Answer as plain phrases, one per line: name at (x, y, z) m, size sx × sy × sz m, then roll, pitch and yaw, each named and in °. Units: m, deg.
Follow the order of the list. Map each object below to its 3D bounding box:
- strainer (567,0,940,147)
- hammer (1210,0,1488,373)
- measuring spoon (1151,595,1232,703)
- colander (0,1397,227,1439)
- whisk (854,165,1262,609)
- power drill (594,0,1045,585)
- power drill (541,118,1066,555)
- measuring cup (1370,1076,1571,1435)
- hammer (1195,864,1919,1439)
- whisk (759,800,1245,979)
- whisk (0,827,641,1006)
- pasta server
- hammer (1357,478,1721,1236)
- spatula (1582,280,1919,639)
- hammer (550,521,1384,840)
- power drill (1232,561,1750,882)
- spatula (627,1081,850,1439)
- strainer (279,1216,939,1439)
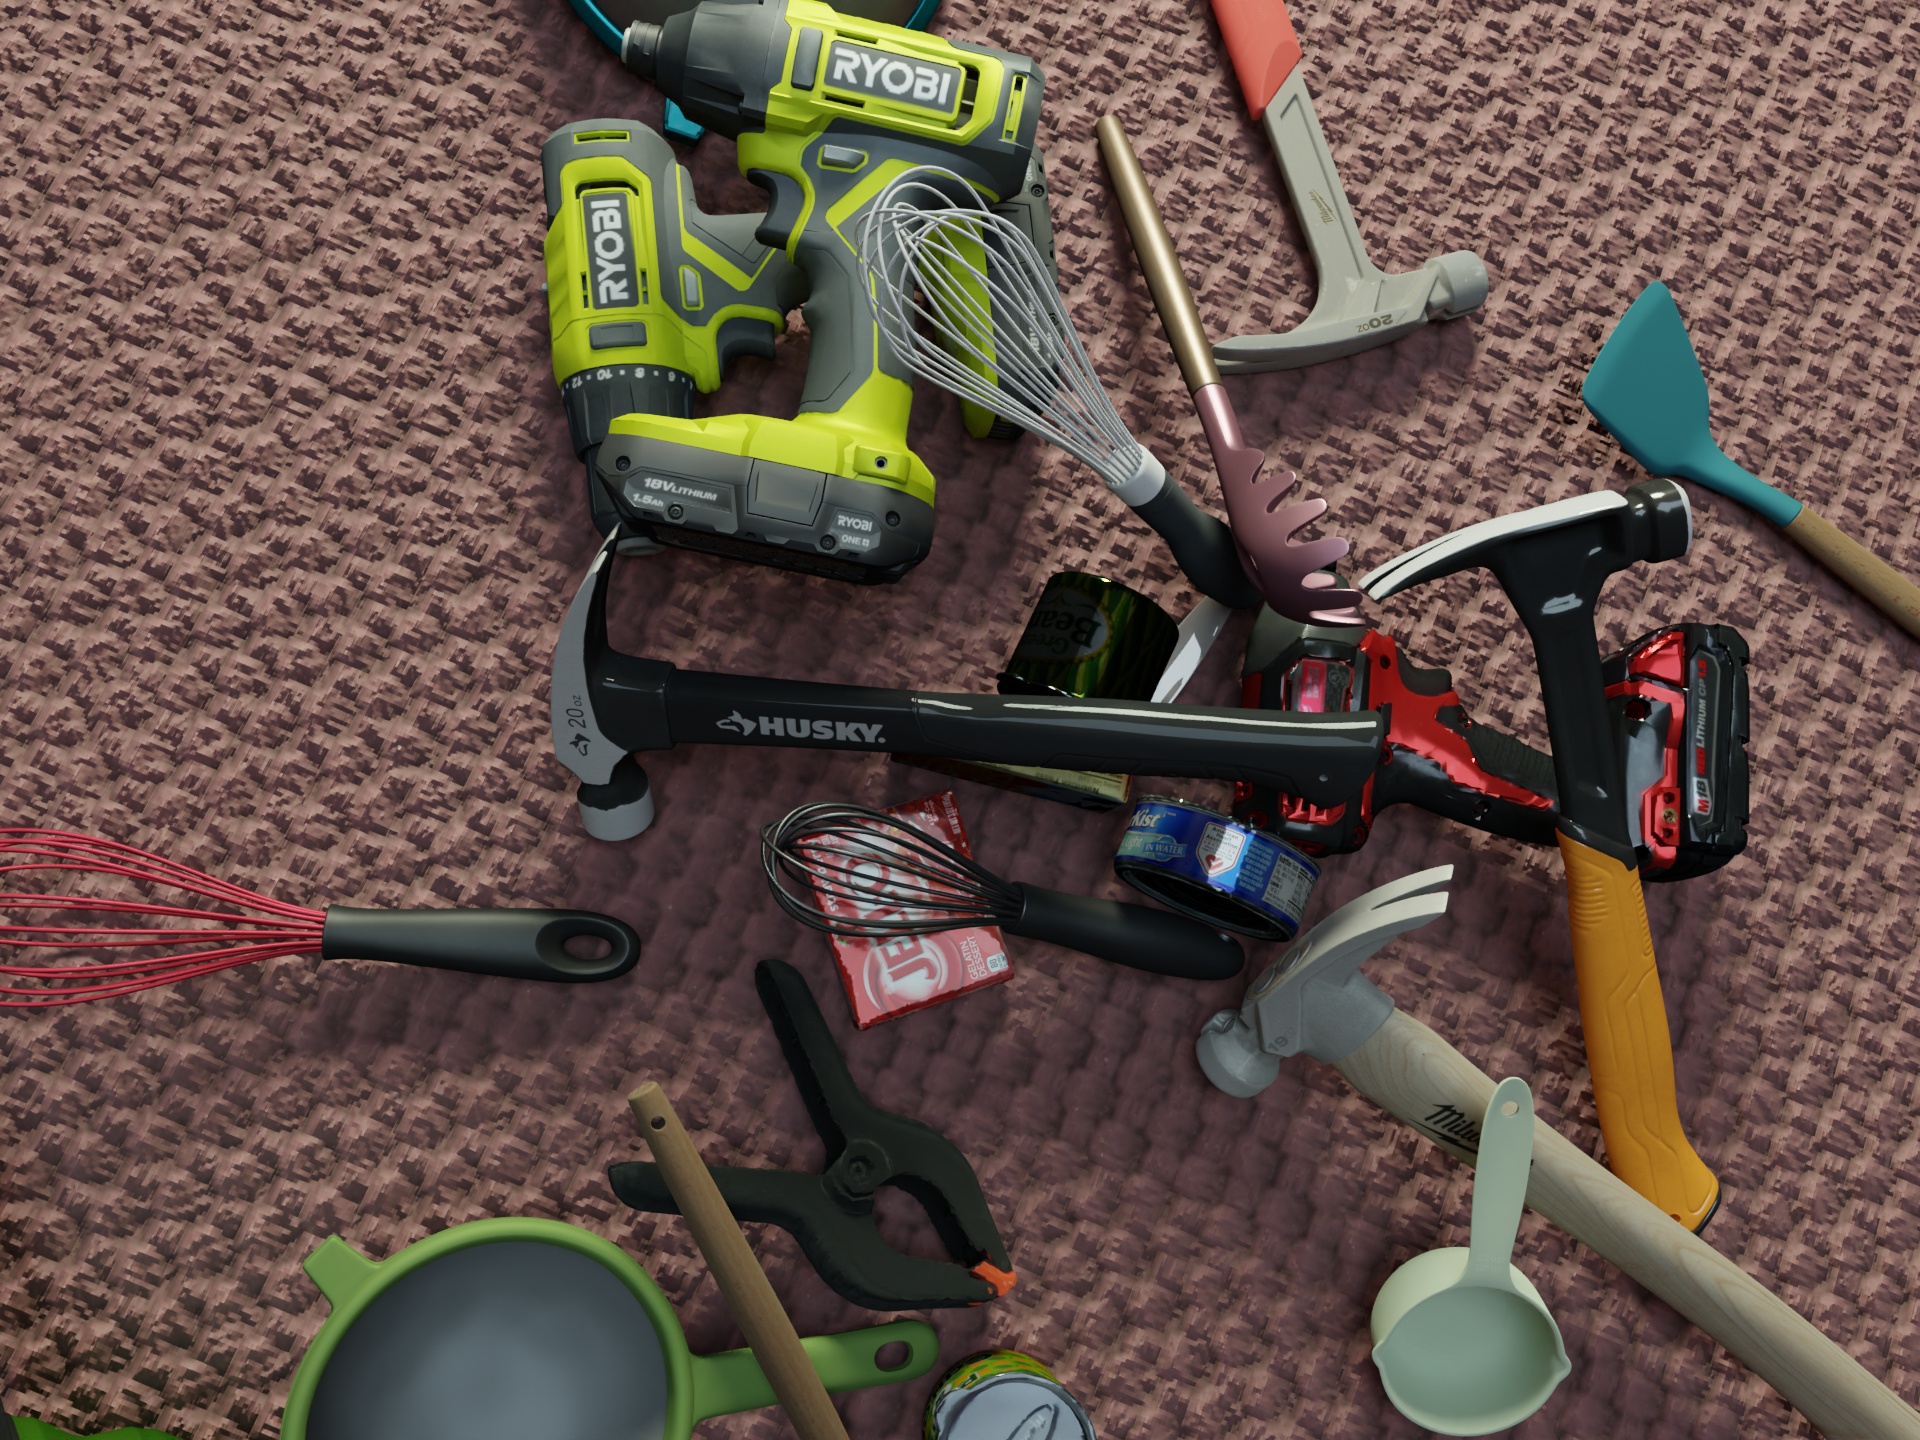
strainer at (-0.040, -0.434, 0.746) m, size 0.340 × 0.095 × 0.211 m, roll -30°, pitch 98°, yaw -9°
hammer at (0.141, -0.353, 0.809) m, size 0.149 × 0.036 × 0.359 m, roll -16°, pitch 81°, yaw -10°
measuring spoon at (0.108, -0.038, 0.753) m, size 0.034 × 0.018 × 0.124 m, roll 38°, pitch 83°, yaw -5°
colander at (-0.324, 0.256, 0.589) m, size 0.094 × 0.204 × 0.397 m, roll -8°, pitch 60°, yaw -36°
whisk at (0.053, -0.116, 0.646) m, size 0.284 × 0.070 × 0.070 m, roll 36°, pitch 72°, yaw -44°
power drill at (-0.069, -0.178, 0.654) m, size 0.171 × 0.080 × 0.223 m, roll 11°, pitch 87°, yaw -5°
power drill at (-0.073, -0.178, 0.727) m, size 0.228 × 0.080 × 0.190 m, roll -6°, pitch 84°, yaw -6°
measuring cup at (0.216, 0.218, 0.667) m, size 0.083 × 0.038 × 0.167 m, roll 4°, pitch 105°, yaw 1°
hammer at (0.302, 0.222, 0.674) m, size 0.410 × 0.146 × 0.038 m, roll 37°, pitch 39°, yaw -3°
whisk at (0.025, 0.079, 0.671) m, size 0.238 × 0.055 × 0.055 m, roll 16°, pitch 76°, yaw -25°
whisk at (-0.283, 0.087, 0.658) m, size 0.295 × 0.073 × 0.073 m, roll 5°, pitch 78°, yaw -13°
pasta server at (0.112, -0.170, 0.720) m, size 0.040 × 0.060 × 0.317 m, roll -18°, pitch 59°, yaw 8°
hammer at (0.265, 0.075, 0.673) m, size 0.127 × 0.034 × 0.336 m, roll -15°, pitch 105°, yaw 5°
spatula at (0.438, -0.088, 0.786) m, size 0.317 × 0.044 × 0.082 m, roll 37°, pitch 73°, yaw 1°
hammer at (-0.001, -0.002, 0.641) m, size 0.335 × 0.146 × 0.035 m, roll 4°, pitch 40°, yaw 5°
power drill at (0.237, -0.001, 0.730) m, size 0.219 × 0.078 × 0.143 m, roll 6°, pitch 78°, yaw -2°
spatula at (-0.053, 0.281, 0.630) m, size 0.060 × 0.018 × 0.316 m, roll -28°, pitch 98°, yaw -16°
strainer at (-0.137, 0.267, 0.642) m, size 0.256 × 0.069 × 0.151 m, roll 0°, pitch 83°, yaw -25°
